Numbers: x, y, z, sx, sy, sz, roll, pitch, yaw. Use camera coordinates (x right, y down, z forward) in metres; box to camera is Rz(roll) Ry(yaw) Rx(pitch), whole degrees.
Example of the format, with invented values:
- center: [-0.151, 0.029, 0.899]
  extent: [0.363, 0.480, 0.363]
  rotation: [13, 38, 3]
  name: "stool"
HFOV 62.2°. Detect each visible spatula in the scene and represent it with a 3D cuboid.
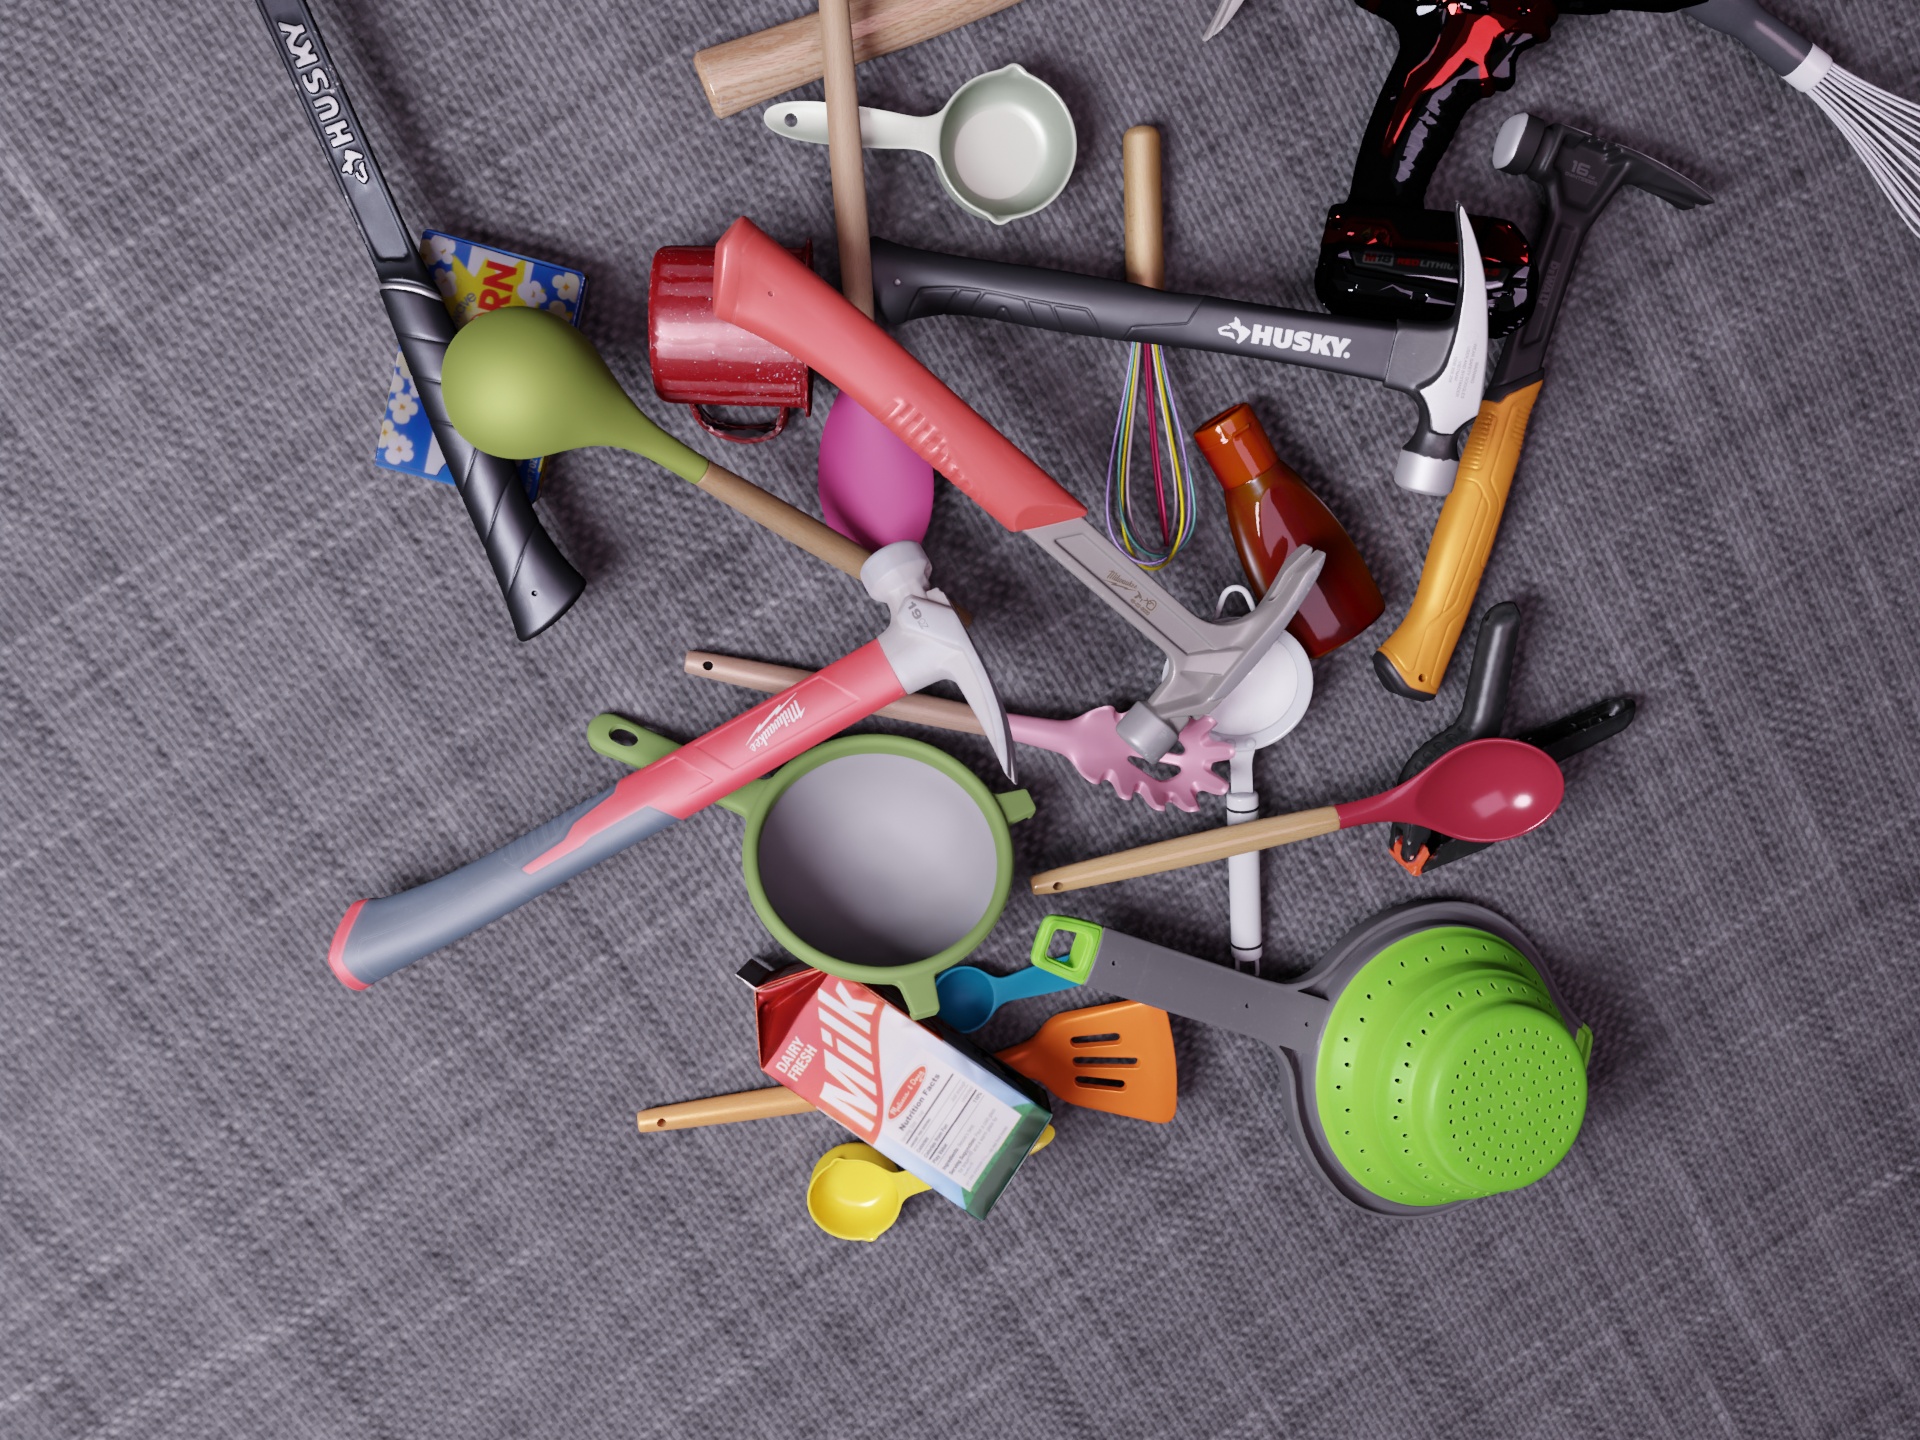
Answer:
- center: [-0.032, 0.221, 0.958]
  extent: [0.322, 0.041, 0.081]
  rotation: [-7, 100, -5]
  name: "spatula"

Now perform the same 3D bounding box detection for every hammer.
- center: [0.111, -0.220, 0.846]
  extent: [0.335, 0.035, 0.146]
  rotation: [11, 114, 8]
  name: "hammer"
- center: [0.018, -0.394, 0.853]
  extent: [0.331, 0.031, 0.130]
  rotation: [-22, 102, -3]
  name: "hammer"
- center: [0.025, -0.134, 0.820]
  extent: [0.358, 0.037, 0.149]
  rotation: [38, 94, -21]
  name: "hammer"
- center: [-0.160, 0.056, 0.850]
  extent: [0.386, 0.038, 0.143]
  rotation: [-29, 73, 4]
  name: "hammer"
- center: [-0.290, -0.233, 0.799]
  extent: [0.149, 0.036, 0.408]
  rotation: [-21, 102, -2]
  name: "hammer"
- center: [0.324, -0.171, 0.936]
  extent: [0.127, 0.034, 0.337]
  rotation: [16, 98, -9]
  name: "hammer"

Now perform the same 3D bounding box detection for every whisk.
- center: [0.108, -0.207, 0.896]
  extent: [0.051, 0.047, 0.245]
  rotation: [-3, 98, -6]
  name: "whisk"
- center: [0.513, -0.357, 0.919]
  extent: [0.284, 0.070, 0.070]
  rotation: [33, 95, -7]
  name: "whisk"

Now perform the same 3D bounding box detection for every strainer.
- center: [0.167, 0.040, 0.952]
  extent: [0.087, 0.050, 0.258]
  rotation: [-2, 107, 9]
  name: "strainer"
- center: [-0.096, 0.066, 0.907]
  extent: [0.256, 0.069, 0.151]
  rotation: [23, 59, 7]
  name: "strainer"

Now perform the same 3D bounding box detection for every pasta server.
- center: [-0.001, -0.003, 0.910]
  extent: [0.316, 0.040, 0.060]
  rotation: [12, 90, -4]
  name: "pasta server"

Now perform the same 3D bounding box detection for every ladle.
- center: [-0.122, -0.118, 0.846]
  extent: [0.319, 0.062, 0.078]
  rotation: [28, 72, -33]
  name: "ladle"
- center: [0.195, 0.064, 0.931]
  extent: [0.315, 0.031, 0.069]
  rotation: [-12, 113, -2]
  name: "ladle"

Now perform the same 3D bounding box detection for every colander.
- center: [0.231, 0.190, 0.932]
  extent: [0.397, 0.094, 0.204]
  rotation: [20, 88, -18]
  name: "colander"

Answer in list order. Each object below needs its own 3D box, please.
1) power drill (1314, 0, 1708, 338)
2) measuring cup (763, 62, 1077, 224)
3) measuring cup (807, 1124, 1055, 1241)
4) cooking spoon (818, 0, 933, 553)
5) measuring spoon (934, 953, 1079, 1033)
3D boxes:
- center: [0.292, -0.327, 0.856]
  extent: [0.188, 0.080, 0.226]
  rotation: [11, 98, 13]
  name: "power drill"
- center: [-0.022, -0.314, 0.860]
  extent: [0.167, 0.038, 0.083]
  rotation: [4, 100, -7]
  name: "measuring cup"
- center: [-0.018, 0.268, 0.965]
  extent: [0.156, 0.029, 0.062]
  rotation: [-20, 107, 4]
  name: "measuring cup"
- center: [-0.056, -0.236, 0.849]
  extent: [0.069, 0.017, 0.318]
  rotation: [2, 112, 16]
  name: "cooking spoon"
- center: [0.040, 0.157, 0.971]
  extent: [0.128, 0.021, 0.042]
  rotation: [-13, 101, -15]
  name: "measuring spoon"
